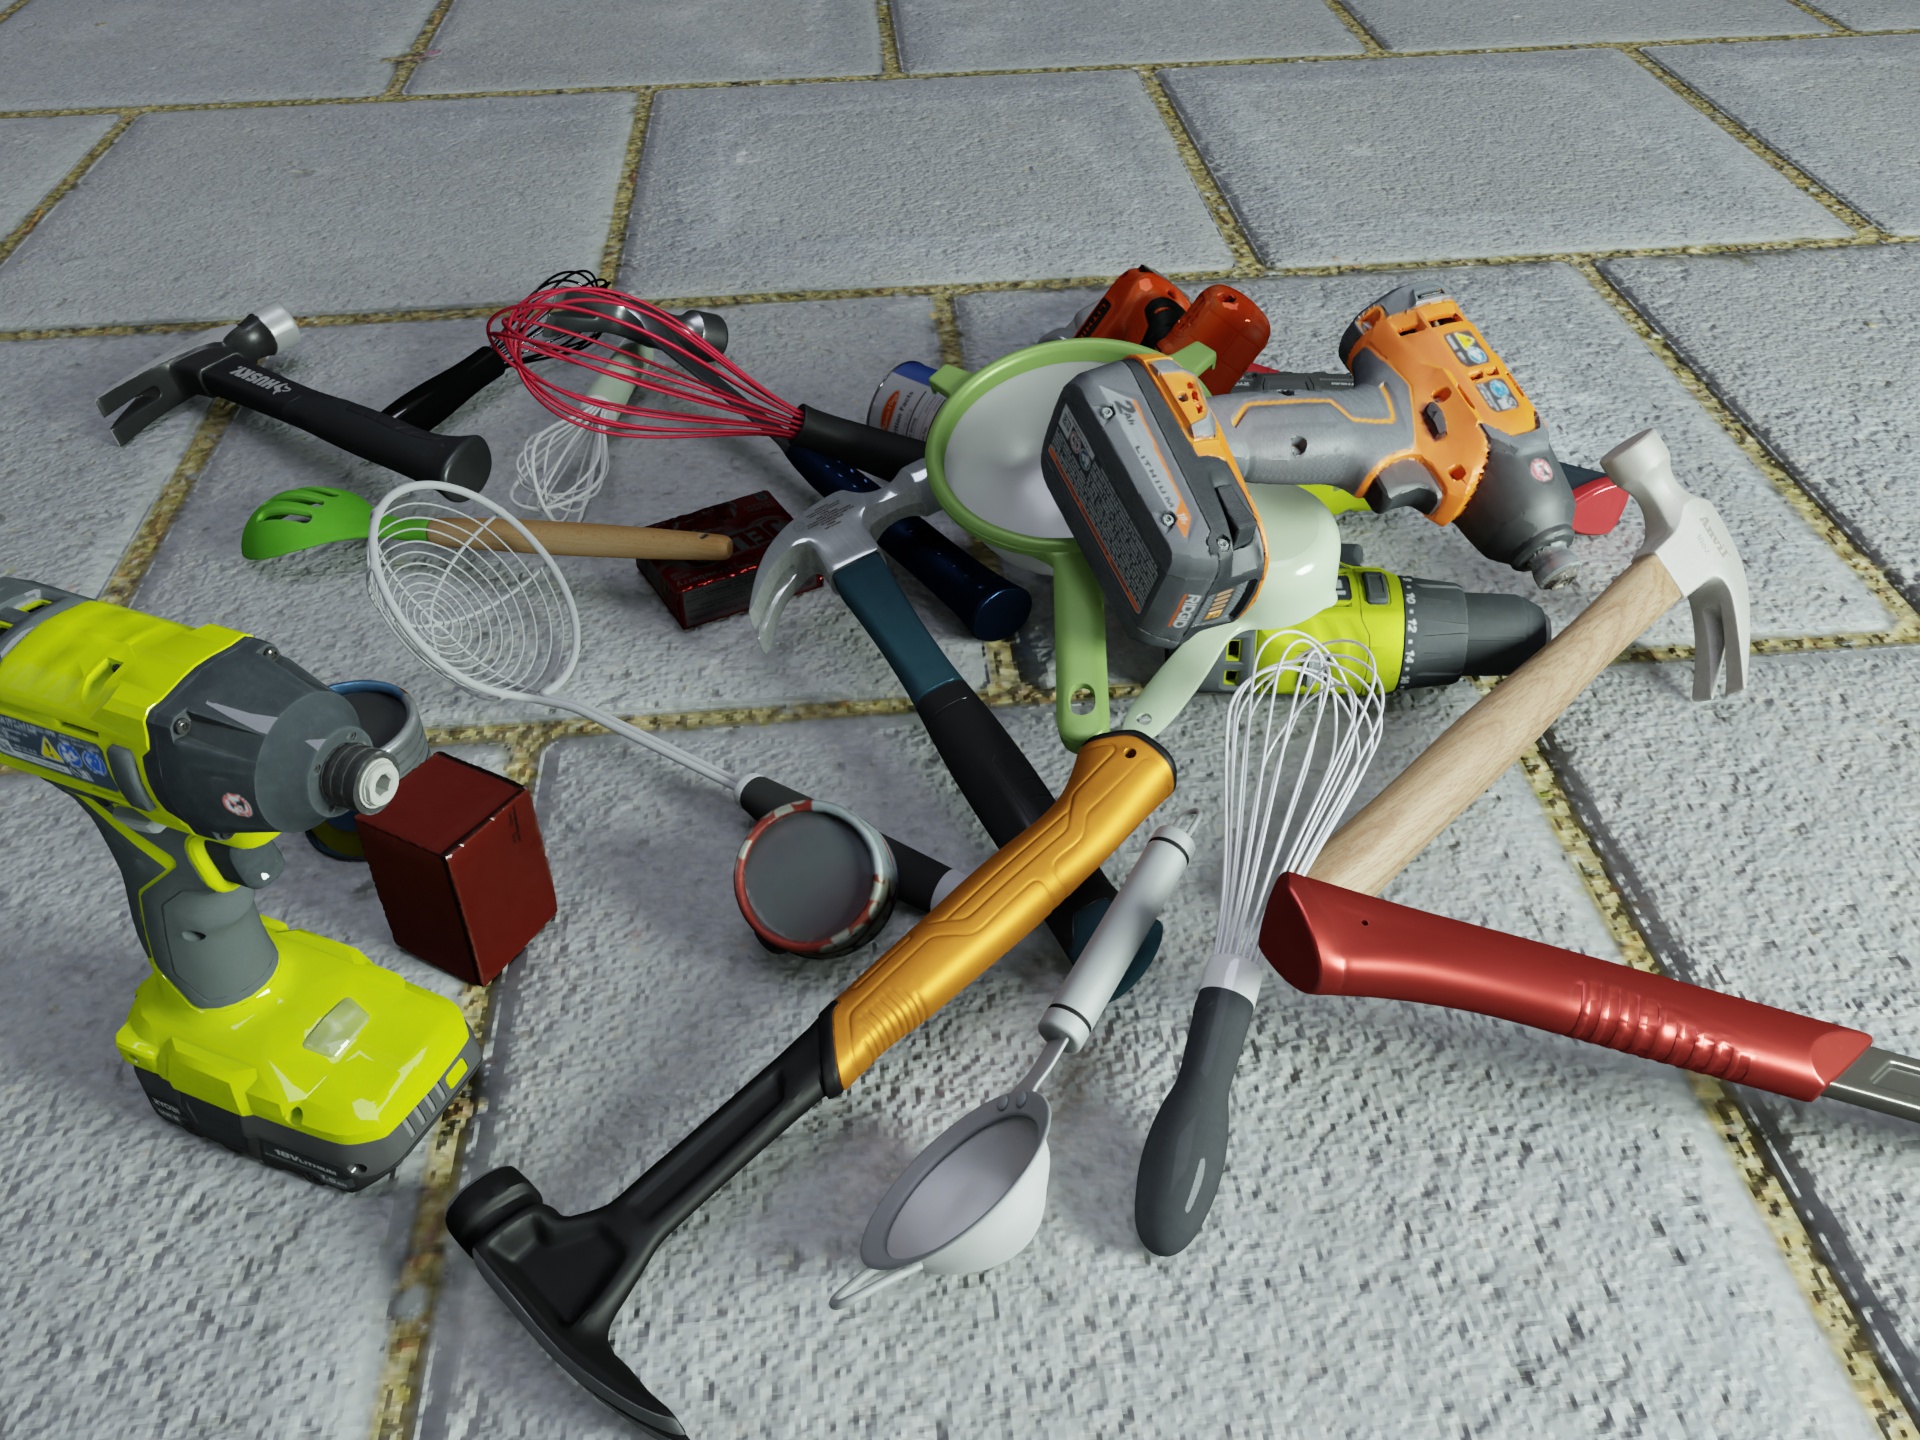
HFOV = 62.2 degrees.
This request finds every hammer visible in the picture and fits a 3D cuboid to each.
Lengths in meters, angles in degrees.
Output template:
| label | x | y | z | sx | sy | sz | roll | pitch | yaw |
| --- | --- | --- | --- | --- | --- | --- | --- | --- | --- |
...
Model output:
| label | x | y | z | sx | sy | sz | roll | pitch | yaw |
| --- | --- | --- | --- | --- | --- | --- | --- | --- | --- |
| hammer | -0.001 | -0.002 | 0.760 | 0.128 | 0.033 | 0.331 | -27 | 52 | -9 |
| hammer | -0.106 | -0.167 | 0.963 | 0.144 | 0.035 | 0.406 | -1 | 34 | -47 |
| hammer | 0.292 | 0.113 | 0.596 | 0.359 | 0.036 | 0.149 | 15 | 42 | 3 |
| hammer | 0.243 | -0.207 | 1.030 | 0.387 | 0.038 | 0.143 | 27 | 45 | 29 |
| hammer | 0.269 | -0.006 | 0.754 | 0.331 | 0.031 | 0.130 | -38 | 94 | -24 |
| hammer | -0.026 | 0.115 | 0.613 | 0.127 | 0.034 | 0.337 | 31 | 58 | 34 |
| hammer | -0.406 | -0.189 | 0.992 | 0.335 | 0.035 | 0.146 | 24 | 51 | 35 |

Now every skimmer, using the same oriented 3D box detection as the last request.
| label | x | y | z | sx | sy | sz | roll | pitch | yaw |
| --- | --- | --- | --- | --- | --- | --- | --- | --- | --- |
| skimmer | -0.141 | -0.016 | 0.766 | 0.363 | 0.090 | 0.127 | 25 | 17 | 25 |

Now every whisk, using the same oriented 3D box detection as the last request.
| label | x | y | z | sx | sy | sz | roll | pitch | yaw |
| --- | --- | --- | --- | --- | --- | --- | --- | --- | --- |
| whisk | -0.318 | -0.243 | 1.084 | 0.055 | 0.055 | 0.239 | 21 | 49 | 24 |
| whisk | 0.116 | 0.078 | 0.643 | 0.070 | 0.070 | 0.285 | 13 | 58 | 16 |
| whisk | -0.234 | -0.193 | 1.020 | 0.058 | 0.059 | 0.247 | -12 | 33 | 13 |
| whisk | -0.105 | -0.164 | 0.851 | 0.295 | 0.073 | 0.073 | 15 | 33 | -26 |

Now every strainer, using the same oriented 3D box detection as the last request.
| label | x | y | z | sx | sy | sz | roll | pitch | yaw |
| --- | --- | --- | --- | --- | --- | --- | --- | --- | --- |
| strainer | 0.060 | -0.080 | 0.794 | 0.151 | 0.069 | 0.257 | -4 | 55 | 7 |
| strainer | 0.038 | 0.125 | 0.605 | 0.050 | 0.087 | 0.258 | 45 | 56 | -13 |

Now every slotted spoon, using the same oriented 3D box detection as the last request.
| label | x | y | z | sx | sy | sz | roll | pitch | yaw |
| --- | --- | --- | --- | --- | --- | --- | --- | --- | --- |
| slotted spoon | -0.276 | -0.108 | 0.904 | 0.314 | 0.031 | 0.070 | 5 | 40 | 15 |

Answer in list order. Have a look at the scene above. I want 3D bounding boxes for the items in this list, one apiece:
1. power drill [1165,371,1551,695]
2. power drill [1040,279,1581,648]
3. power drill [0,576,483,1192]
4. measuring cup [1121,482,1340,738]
| label | x | y | z | sx | sy | sz | roll | pitch | yaw |
| --- | --- | --- | --- | --- | --- | --- | --- | --- | --- |
| power drill | 0.206 | -0.099 | 0.871 | 0.190 | 0.080 | 0.229 | 1 | 43 | 4 |
| power drill | 0.170 | -0.109 | 0.726 | 0.226 | 0.084 | 0.164 | -17 | 66 | -20 |
| power drill | -0.255 | 0.064 | 0.568 | 0.171 | 0.223 | 0.080 | 15 | 42 | 18 |
| measuring cup | 0.123 | -0.055 | 0.760 | 0.083 | 0.038 | 0.168 | 27 | 58 | 22 |
